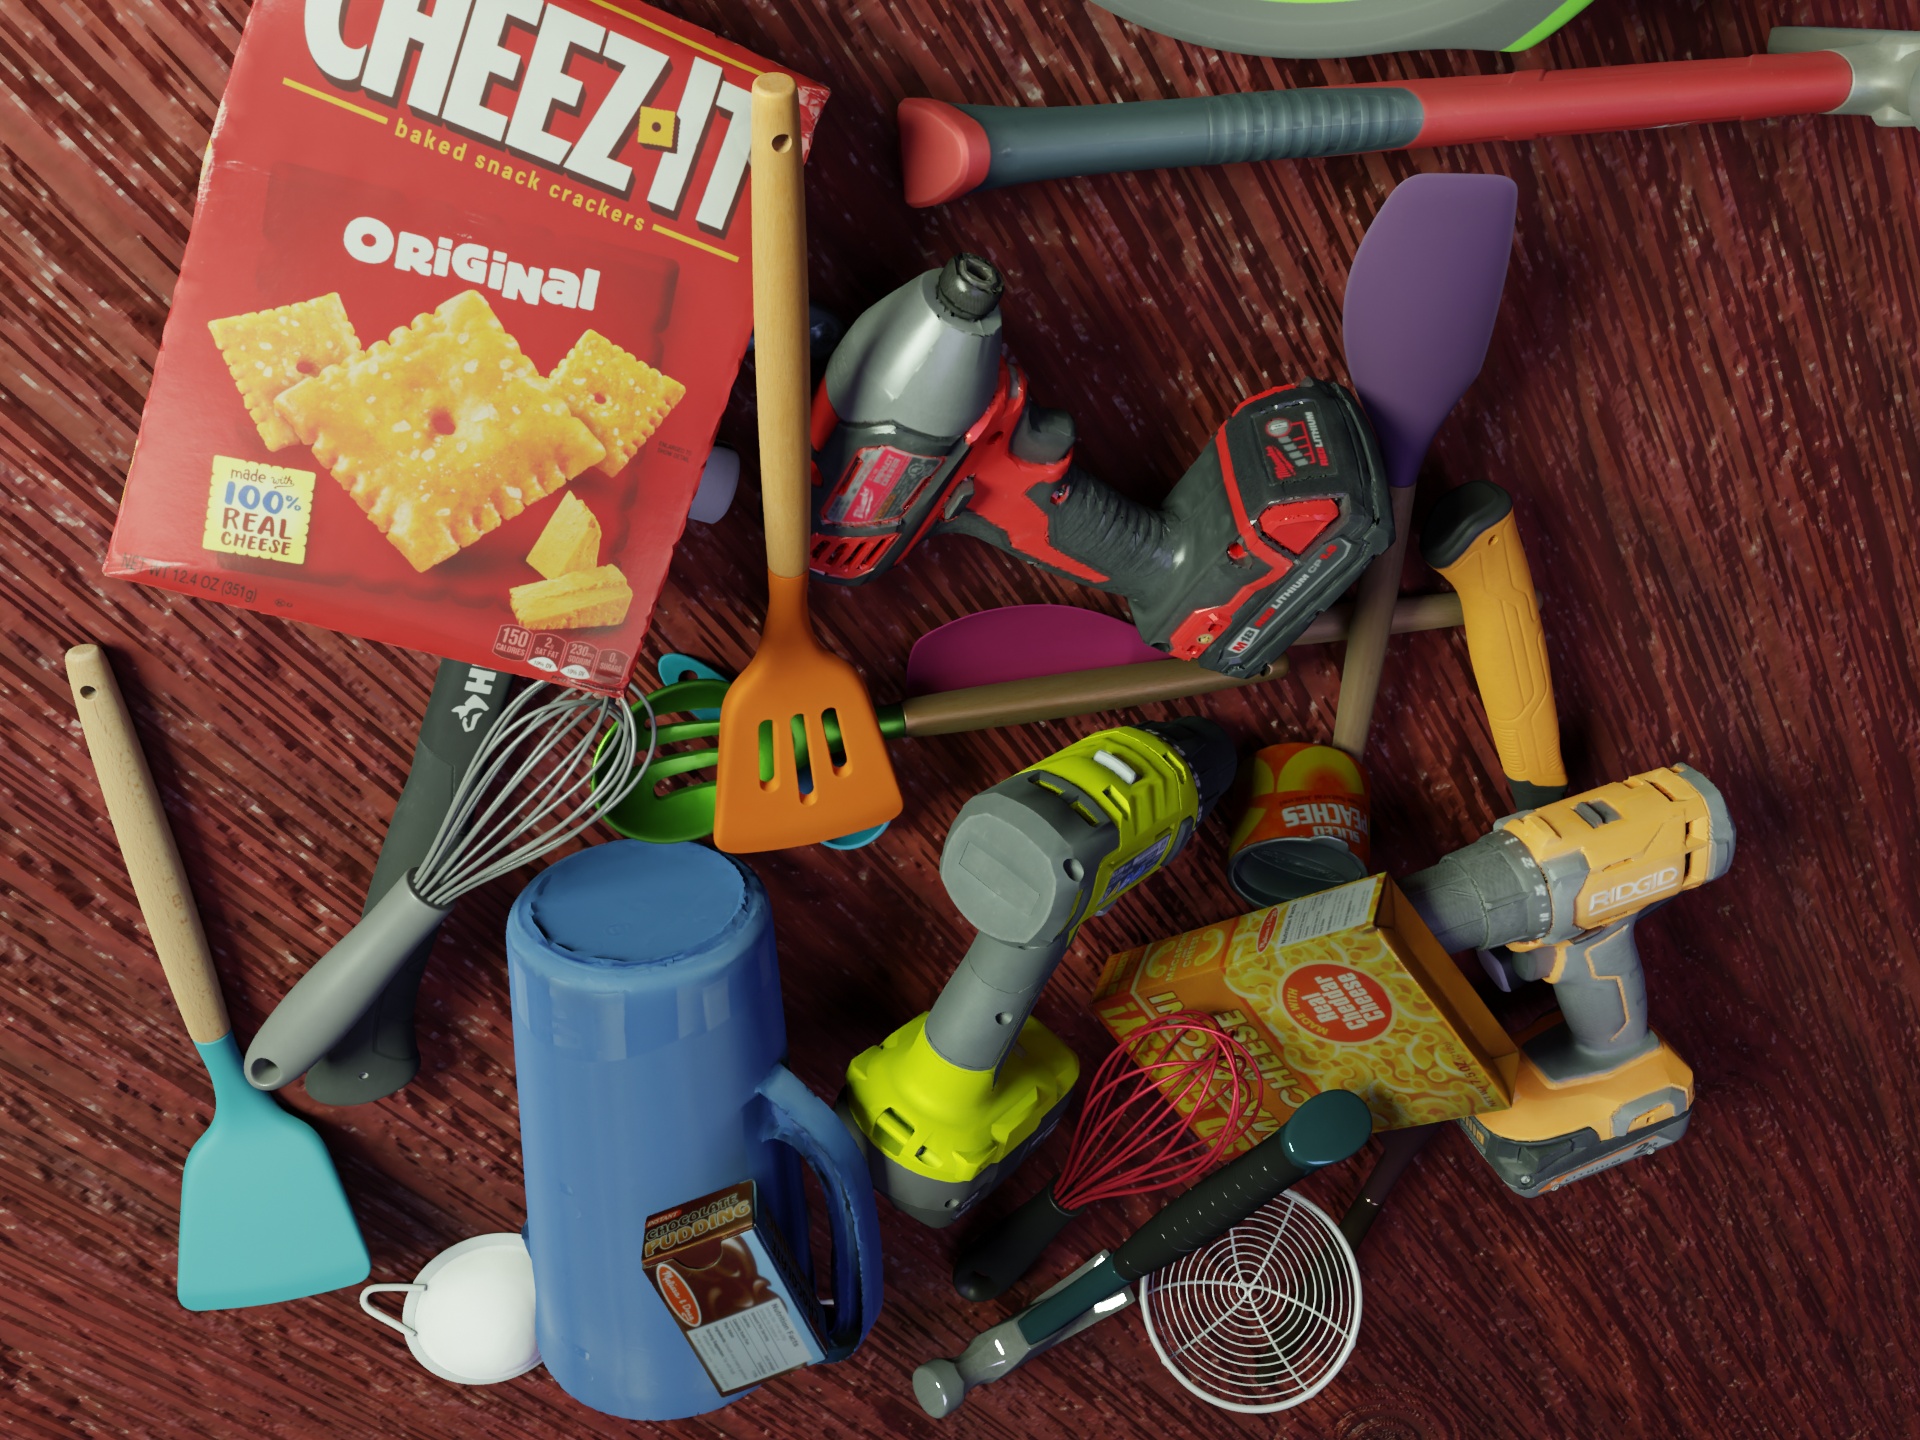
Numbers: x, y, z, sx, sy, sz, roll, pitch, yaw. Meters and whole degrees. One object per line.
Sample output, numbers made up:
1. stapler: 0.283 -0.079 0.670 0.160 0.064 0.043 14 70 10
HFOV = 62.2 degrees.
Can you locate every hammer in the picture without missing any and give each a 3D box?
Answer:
1. hammer: 0.096 0.276 0.824 0.128 0.033 0.331 -14 153 -41
2. hammer: 0.292 0.010 0.795 0.127 0.034 0.336 -30 131 1
3. hammer: 0.169 -0.227 0.591 0.386 0.143 0.038 -6 115 -4
4. hammer: -0.211 0.022 0.633 0.146 0.035 0.334 12 116 -27

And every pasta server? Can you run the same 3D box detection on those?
1. pasta server: 0.242 0.306 0.986 0.060 0.040 0.316 4 123 -22

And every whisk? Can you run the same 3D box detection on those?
1. whisk: 0.063 0.234 0.816 0.073 0.073 0.295 9 137 -25
2. whisk: -0.204 0.068 0.617 0.239 0.055 0.055 -44 125 16

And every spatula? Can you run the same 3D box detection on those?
1. spatula: -0.312 0.114 0.648 0.082 0.044 0.317 -7 122 -9
2. spatula: 0.183 -0.083 0.687 0.060 0.018 0.315 2 132 5
3. spatula: -0.057 -0.065 0.551 0.081 0.041 0.322 -11 143 -13

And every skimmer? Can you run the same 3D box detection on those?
1. skimmer: 0.176 0.219 0.865 0.127 0.090 0.363 10 119 11

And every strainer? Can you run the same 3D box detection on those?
1. strainer: -0.175 0.310 0.827 0.258 0.050 0.087 10 102 -29

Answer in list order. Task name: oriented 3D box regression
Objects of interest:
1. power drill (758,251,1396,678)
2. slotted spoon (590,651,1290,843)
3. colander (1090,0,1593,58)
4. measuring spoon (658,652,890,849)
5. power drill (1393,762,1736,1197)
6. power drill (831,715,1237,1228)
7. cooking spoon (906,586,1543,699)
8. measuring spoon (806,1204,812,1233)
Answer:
1. power drill: 0.047 -0.096 0.606 0.219 0.079 0.143 11 142 -24
2. slotted spoon: -0.001 -0.002 0.681 0.313 0.031 0.070 -9 114 -16
3. colander: 0.026 -0.319 0.468 0.397 0.204 0.094 14 82 -10
4. measuring spoon: -0.081 0.009 0.688 0.128 0.021 0.042 41 94 -25
5. power drill: 0.298 0.142 0.823 0.185 0.084 0.226 -17 124 -9
6. power drill: 0.039 0.102 0.720 0.190 0.080 0.228 -24 143 -53
7. cooking spoon: 0.128 -0.040 0.728 0.319 0.017 0.068 -7 135 -16
8. measuring spoon: -0.136 0.268 0.826 0.124 0.018 0.034 4 120 -21
